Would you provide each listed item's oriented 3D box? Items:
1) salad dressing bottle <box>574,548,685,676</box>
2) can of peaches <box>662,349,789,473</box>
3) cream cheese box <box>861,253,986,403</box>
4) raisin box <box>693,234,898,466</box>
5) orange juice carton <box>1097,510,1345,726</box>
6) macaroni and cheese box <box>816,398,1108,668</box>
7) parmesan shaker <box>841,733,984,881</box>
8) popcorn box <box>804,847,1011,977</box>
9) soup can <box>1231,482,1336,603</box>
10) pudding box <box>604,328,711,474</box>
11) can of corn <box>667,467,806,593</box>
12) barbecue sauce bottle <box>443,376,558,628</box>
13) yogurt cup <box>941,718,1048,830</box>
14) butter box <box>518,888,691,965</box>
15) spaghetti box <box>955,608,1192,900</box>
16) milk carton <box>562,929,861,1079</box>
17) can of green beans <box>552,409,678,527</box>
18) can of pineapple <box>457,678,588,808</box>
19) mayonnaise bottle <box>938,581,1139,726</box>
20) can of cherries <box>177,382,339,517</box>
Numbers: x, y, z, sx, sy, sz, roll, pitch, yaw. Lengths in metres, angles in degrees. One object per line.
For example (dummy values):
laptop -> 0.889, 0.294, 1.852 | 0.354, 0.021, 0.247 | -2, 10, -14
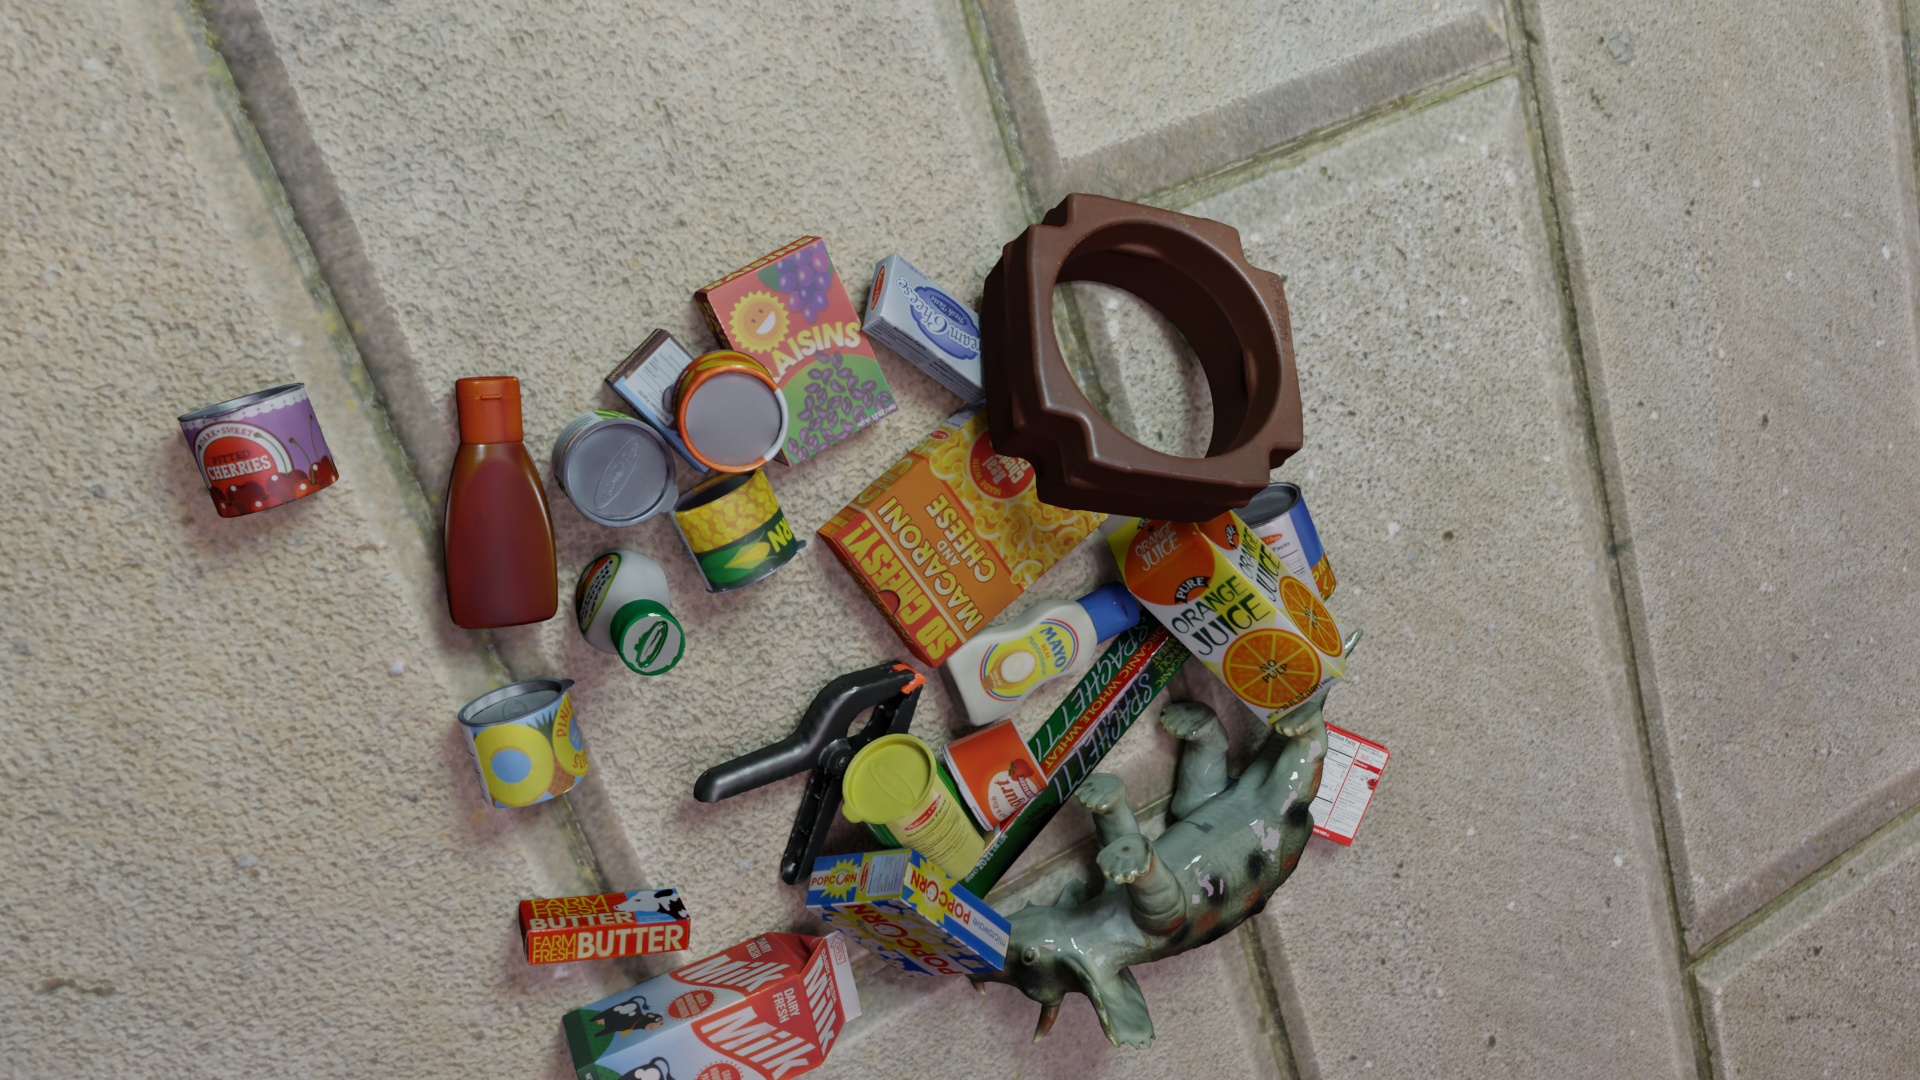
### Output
salad dressing bottle -> -0.196, 0.044, 0.826 | 0.044, 0.148, 0.064 | 28, 88, -25
can of peaches -> -0.141, -0.078, 0.837 | 0.071, 0.058, 0.071 | -4, 107, -14
cream cheese box -> -0.017, -0.138, 0.917 | 0.103, 0.024, 0.053 | 31, 57, -34
raisin box -> -0.104, -0.122, 0.894 | 0.086, 0.040, 0.123 | -30, 111, -15
orange juice carton -> 0.187, 0.035, 0.999 | 0.192, 0.073, 0.071 | 44, 120, -10
macaroni and cheese box -> 0.003, -0.012, 0.960 | 0.167, 0.040, 0.123 | -41, 111, -12
parmesan shaker -> -0.033, 0.188, 0.951 | 0.071, 0.071, 0.102 | -40, 138, -11
popcorn box -> -0.034, 0.258, 0.957 | 0.126, 0.085, 0.038 | 46, 44, -37
soup can -> 0.241, 0.006, 1.055 | 0.071, 0.071, 0.083 | -32, 112, -15
pudding box -> -0.176, -0.087, 0.875 | 0.050, 0.030, 0.083 | -48, 114, -9
can of corn -> -0.142, -0.009, 0.883 | 0.071, 0.071, 0.058 | -29, 110, -16
barbecue sauce bottle -> -0.279, -0.024, 0.835 | 0.065, 0.044, 0.148 | -5, 101, -23
yogurt cup -> 0.026, 0.161, 0.973 | 0.054, 0.072, 0.072 | -30, 111, 0
butter box -> -0.232, 0.250, 0.902 | 0.104, 0.053, 0.024 | 1, 98, -24
spaghetti box -> 0.078, 0.153, 1.019 | 0.250, 0.050, 0.028 | -48, 116, -9
milk carton -> -0.161, 0.328, 0.936 | 0.191, 0.073, 0.072 | -17, 106, -20
can of green beans -> -0.213, -0.045, 0.851 | 0.071, 0.058, 0.071 | -5, 102, -23
can of pineapple -> -0.266, 0.124, 0.855 | 0.071, 0.071, 0.057 | -17, 107, -20
mayonnaise bottle -> 0.058, 0.075, 1.000 | 0.148, 0.041, 0.064 | -25, 101, -17
can of cherries -> -0.388, -0.050, 0.768 | 0.072, 0.071, 0.058 | -20, 108, -19
